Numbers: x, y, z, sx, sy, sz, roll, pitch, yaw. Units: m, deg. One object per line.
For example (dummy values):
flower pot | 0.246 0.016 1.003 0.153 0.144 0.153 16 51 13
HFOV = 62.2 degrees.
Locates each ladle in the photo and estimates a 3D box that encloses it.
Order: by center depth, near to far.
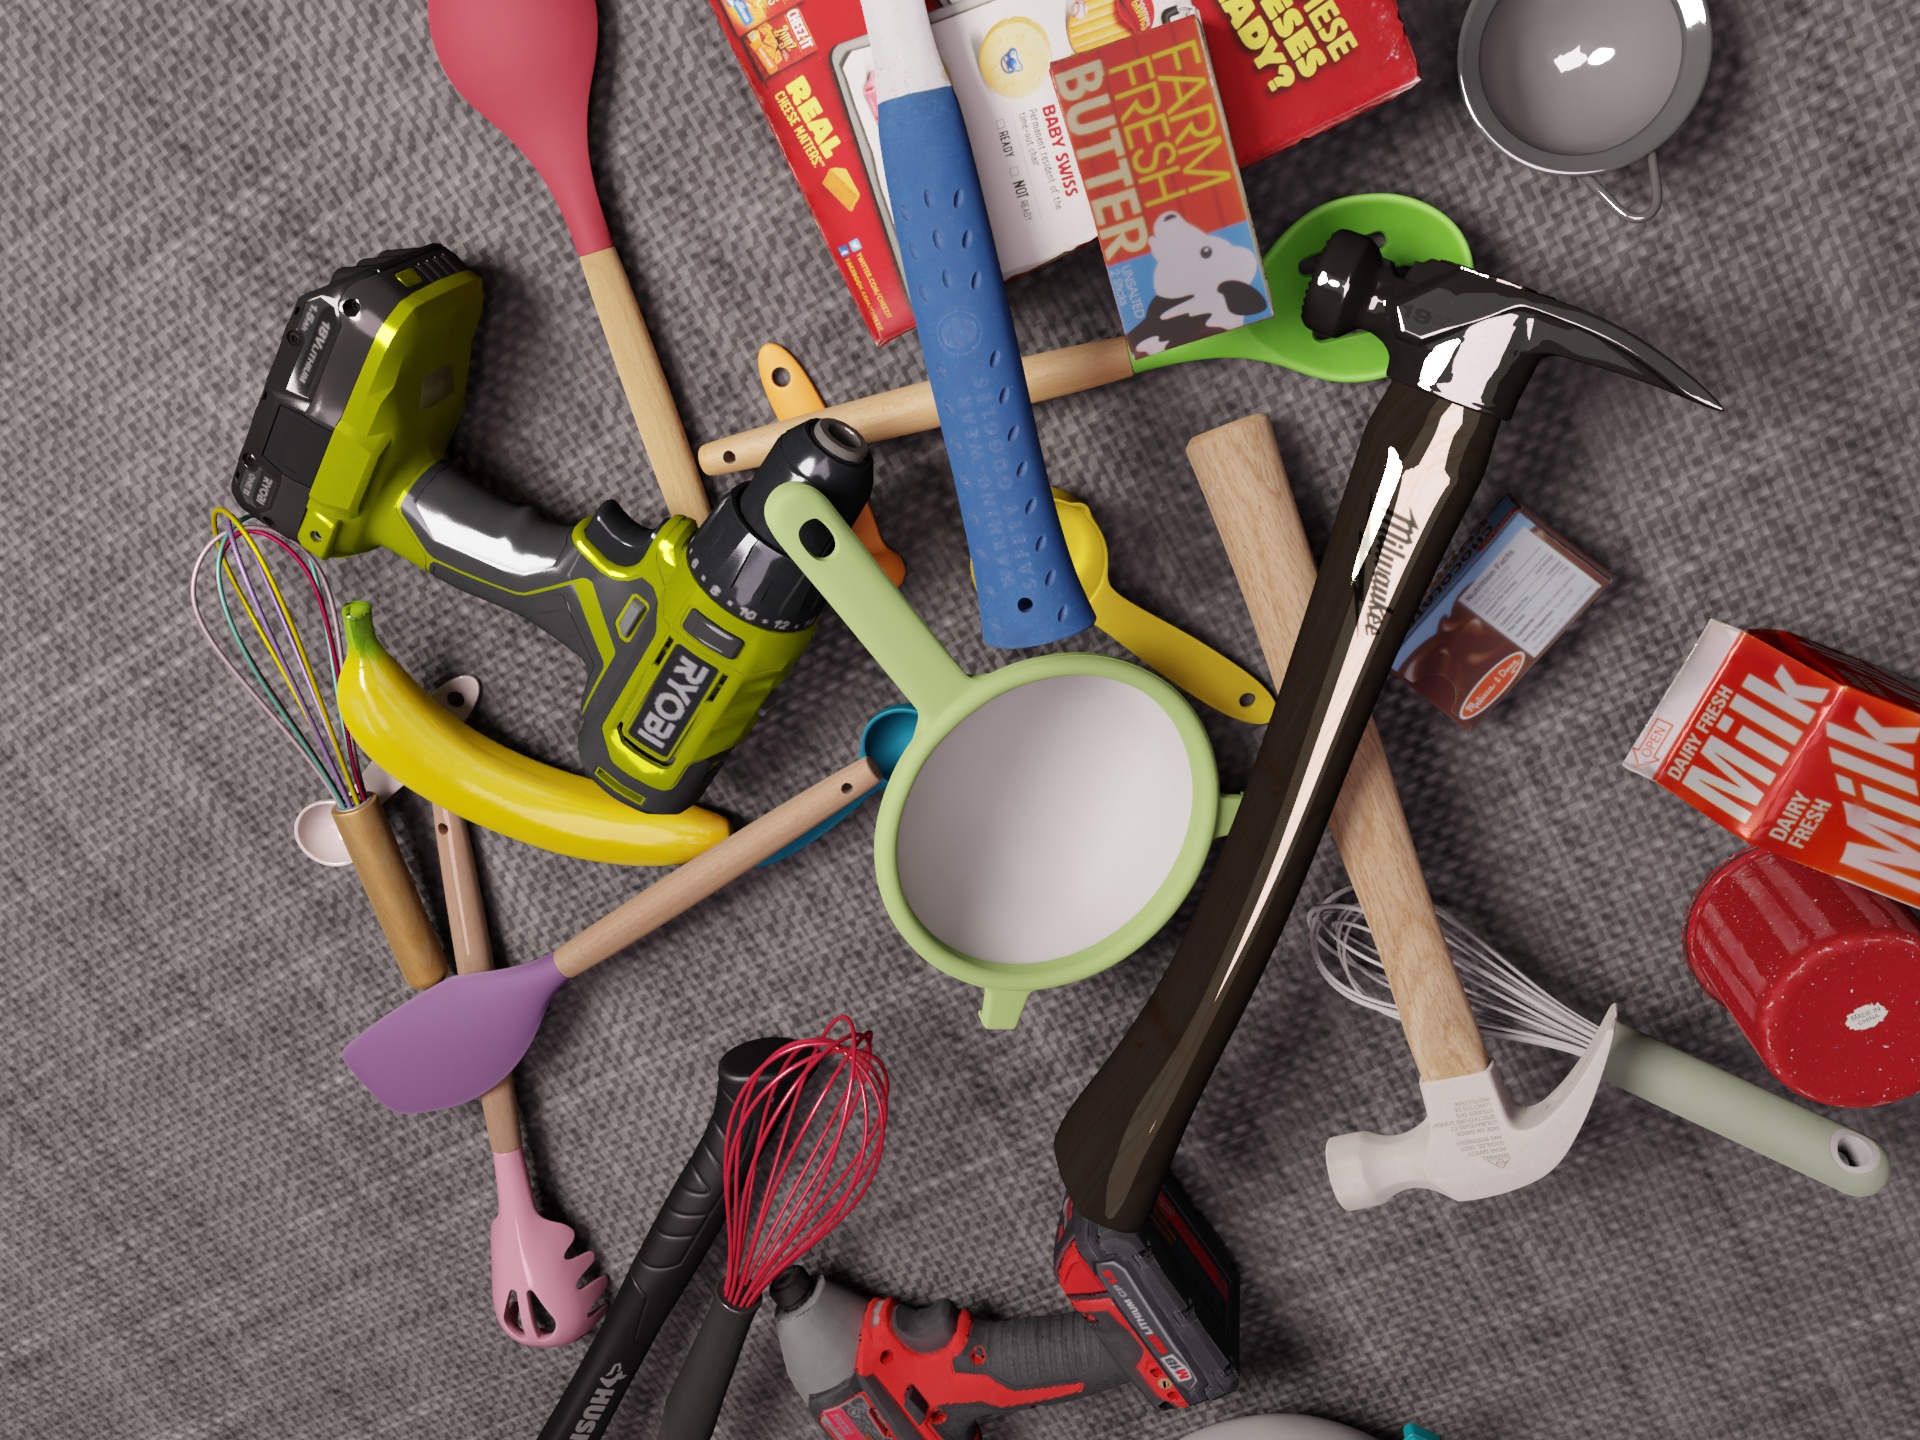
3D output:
ladle | -0.141 -0.167 0.655 0.069 0.031 0.315 -14 110 12

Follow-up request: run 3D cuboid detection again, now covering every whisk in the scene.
whisk | 0.261 0.134 0.670 0.246 0.058 0.059 25 154 19
whisk | -0.283 0.017 0.720 0.047 0.051 0.244 -4 117 20
whisk | -0.100 0.260 0.757 0.073 0.073 0.295 22 114 -1

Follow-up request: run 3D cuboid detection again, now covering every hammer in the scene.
hammer | -0.024 -0.219 0.533 0.144 0.035 0.405 -11 106 10
hammer | 0.137 0.033 0.621 0.146 0.038 0.410 25 110 16
hammer | 0.166 0.036 0.645 0.130 0.031 0.331 -19 93 25
hammer | -0.158 0.300 0.809 0.146 0.035 0.334 21 107 -29

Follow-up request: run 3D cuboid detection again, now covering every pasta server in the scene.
pasta server | -0.229 0.186 0.799 0.060 0.040 0.316 -2 106 8

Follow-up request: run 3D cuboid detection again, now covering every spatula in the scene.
spatula | -0.163 0.102 0.735 0.316 0.018 0.059 -33 105 18

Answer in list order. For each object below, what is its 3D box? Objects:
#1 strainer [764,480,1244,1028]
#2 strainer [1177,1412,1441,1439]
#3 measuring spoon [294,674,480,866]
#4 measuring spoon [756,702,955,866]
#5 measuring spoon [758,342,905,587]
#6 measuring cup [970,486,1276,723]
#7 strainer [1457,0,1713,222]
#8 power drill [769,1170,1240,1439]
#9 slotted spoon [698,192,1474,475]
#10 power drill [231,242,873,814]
strainer | -0.001 -0.002 0.650 0.151 0.069 0.256 -40 117 -1
strainer | 0.106 0.441 0.813 0.340 0.095 0.211 -17 105 15
measuring spoon | -0.267 0.021 0.750 0.034 0.018 0.124 42 103 -16
measuring spoon | -0.054 0.030 0.725 0.128 0.021 0.042 -34 108 27
measuring spoon | -0.056 -0.105 0.673 0.021 0.011 0.117 -23 105 15
measuring cup | 0.072 -0.045 0.677 0.156 0.029 0.062 32 112 -17
strainer | 0.195 -0.298 0.554 0.087 0.050 0.258 -20 101 8
power drill | 0.016 0.297 0.782 0.219 0.079 0.143 -30 103 20
slotted spoon | 0.042 -0.142 0.635 0.314 0.031 0.070 -12 108 11
power drill | -0.159 -0.088 0.644 0.228 0.080 0.190 34 122 -4
